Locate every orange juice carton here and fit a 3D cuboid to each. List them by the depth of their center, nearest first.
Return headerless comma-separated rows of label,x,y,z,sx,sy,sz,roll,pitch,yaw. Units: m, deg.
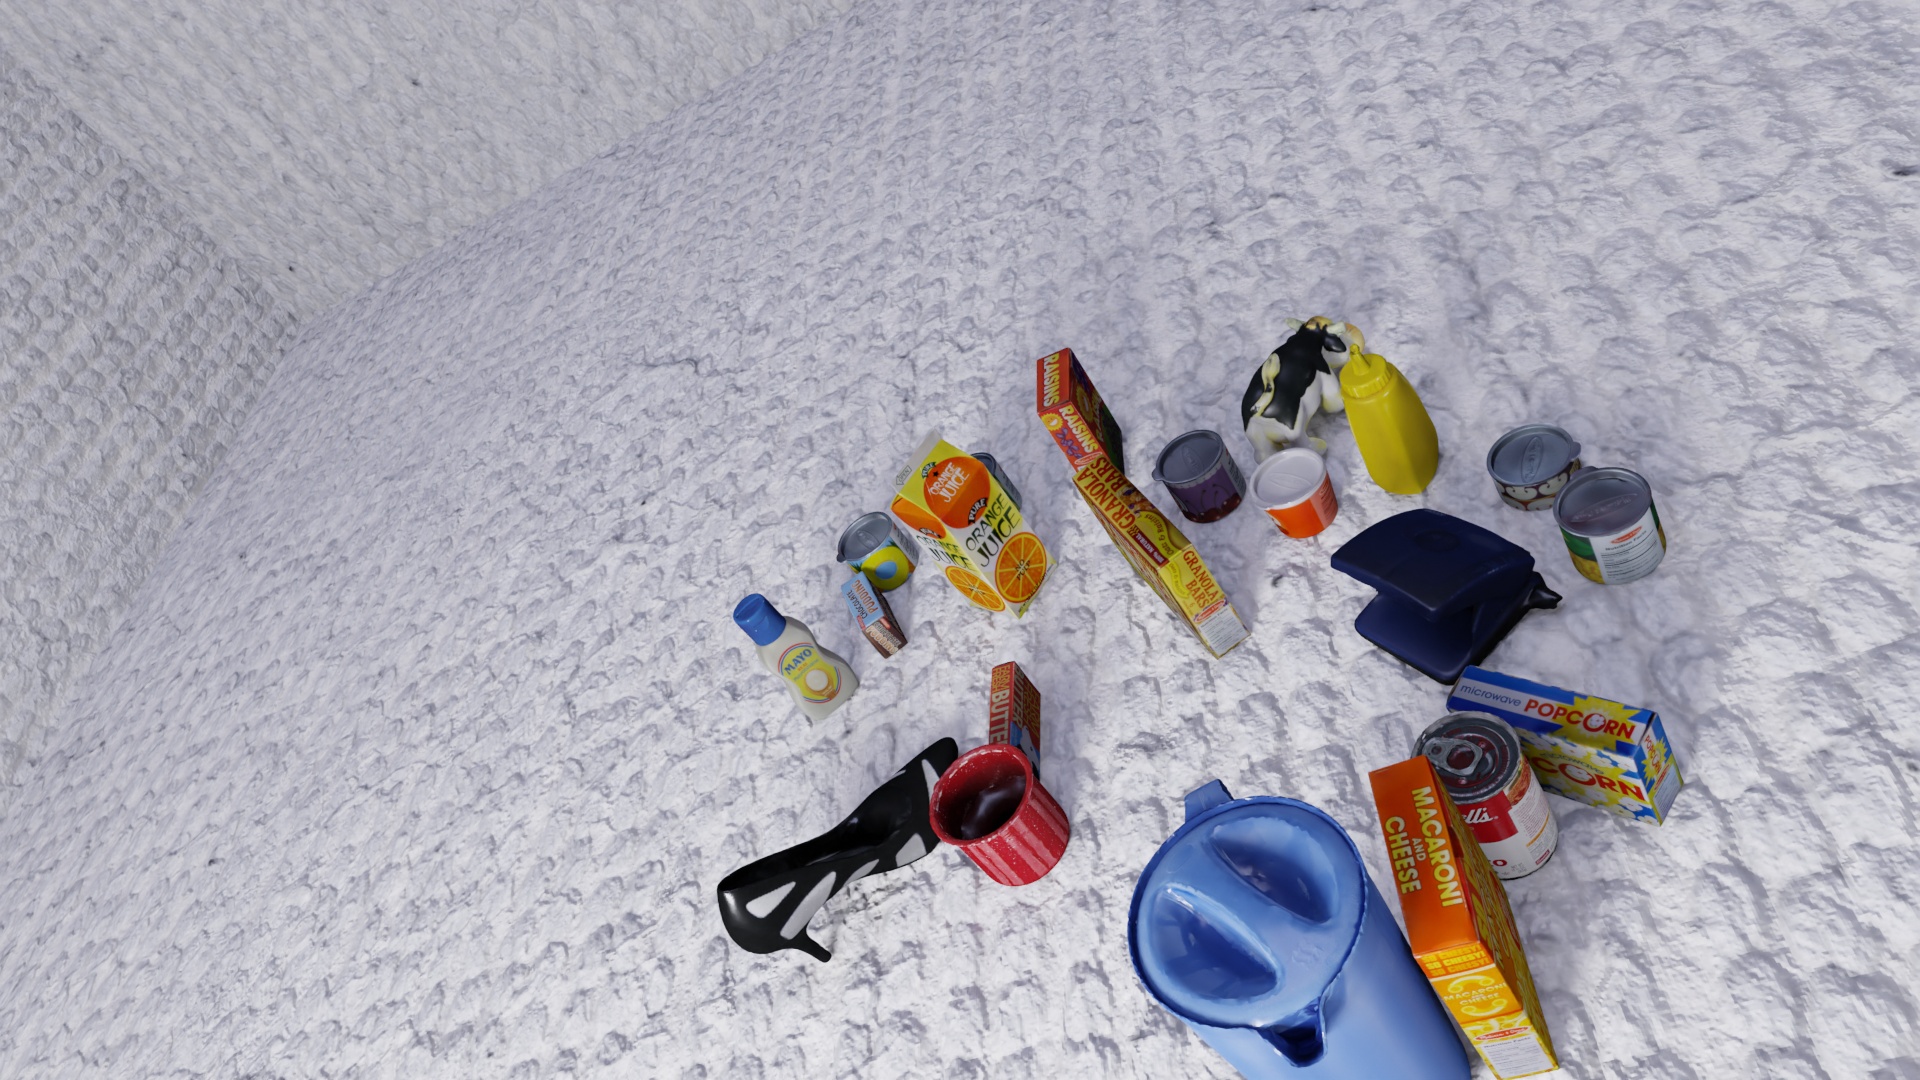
orange juice carton,0.005,-0.016,1.295,0.073,0.192,0.072,13,60,47

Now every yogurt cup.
yogurt cup,0.291,-0.039,1.198,0.072,0.053,0.073,-23,39,20

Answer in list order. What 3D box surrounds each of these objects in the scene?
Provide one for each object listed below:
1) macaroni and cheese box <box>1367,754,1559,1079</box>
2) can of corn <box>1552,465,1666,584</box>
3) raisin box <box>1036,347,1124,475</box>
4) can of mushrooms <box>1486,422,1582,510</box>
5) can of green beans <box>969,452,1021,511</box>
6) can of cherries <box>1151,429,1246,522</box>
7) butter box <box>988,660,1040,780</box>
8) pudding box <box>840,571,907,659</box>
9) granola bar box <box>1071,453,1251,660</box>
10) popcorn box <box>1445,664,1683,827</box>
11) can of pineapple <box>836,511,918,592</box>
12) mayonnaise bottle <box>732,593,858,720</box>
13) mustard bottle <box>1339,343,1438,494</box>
macaroni and cheese box,0.297,0.223,0.819,0.040,0.166,0.124,-22,39,21
can of corn,0.473,-0.012,1.014,0.071,0.058,0.071,-23,39,20
raisin box,0.119,-0.117,1.366,0.040,0.123,0.086,-21,40,23
can of mushrooms,0.457,-0.058,1.098,0.071,0.033,0.071,-22,39,20
can of green beans,0.021,-0.047,1.427,0.071,0.057,0.071,-23,39,20
can of cherries,0.219,-0.058,1.274,0.071,0.058,0.072,-23,39,20
butter box,0.047,0.159,1.190,0.024,0.053,0.104,-21,40,22
pudding box,-0.088,0.074,1.394,0.030,0.049,0.084,-36,36,3
granola bar box,0.168,0.012,1.186,0.039,0.124,0.166,-37,36,1
popcorn box,0.392,0.132,0.906,0.127,0.085,0.038,14,61,47
can of pineapple,-0.087,0.014,1.452,0.071,0.057,0.071,-23,39,20
mayonnaise bottle,-0.162,0.109,1.336,0.065,0.147,0.041,-42,37,-5
mustard bottle,0.345,-0.106,1.136,0.049,0.159,0.065,4,54,43
